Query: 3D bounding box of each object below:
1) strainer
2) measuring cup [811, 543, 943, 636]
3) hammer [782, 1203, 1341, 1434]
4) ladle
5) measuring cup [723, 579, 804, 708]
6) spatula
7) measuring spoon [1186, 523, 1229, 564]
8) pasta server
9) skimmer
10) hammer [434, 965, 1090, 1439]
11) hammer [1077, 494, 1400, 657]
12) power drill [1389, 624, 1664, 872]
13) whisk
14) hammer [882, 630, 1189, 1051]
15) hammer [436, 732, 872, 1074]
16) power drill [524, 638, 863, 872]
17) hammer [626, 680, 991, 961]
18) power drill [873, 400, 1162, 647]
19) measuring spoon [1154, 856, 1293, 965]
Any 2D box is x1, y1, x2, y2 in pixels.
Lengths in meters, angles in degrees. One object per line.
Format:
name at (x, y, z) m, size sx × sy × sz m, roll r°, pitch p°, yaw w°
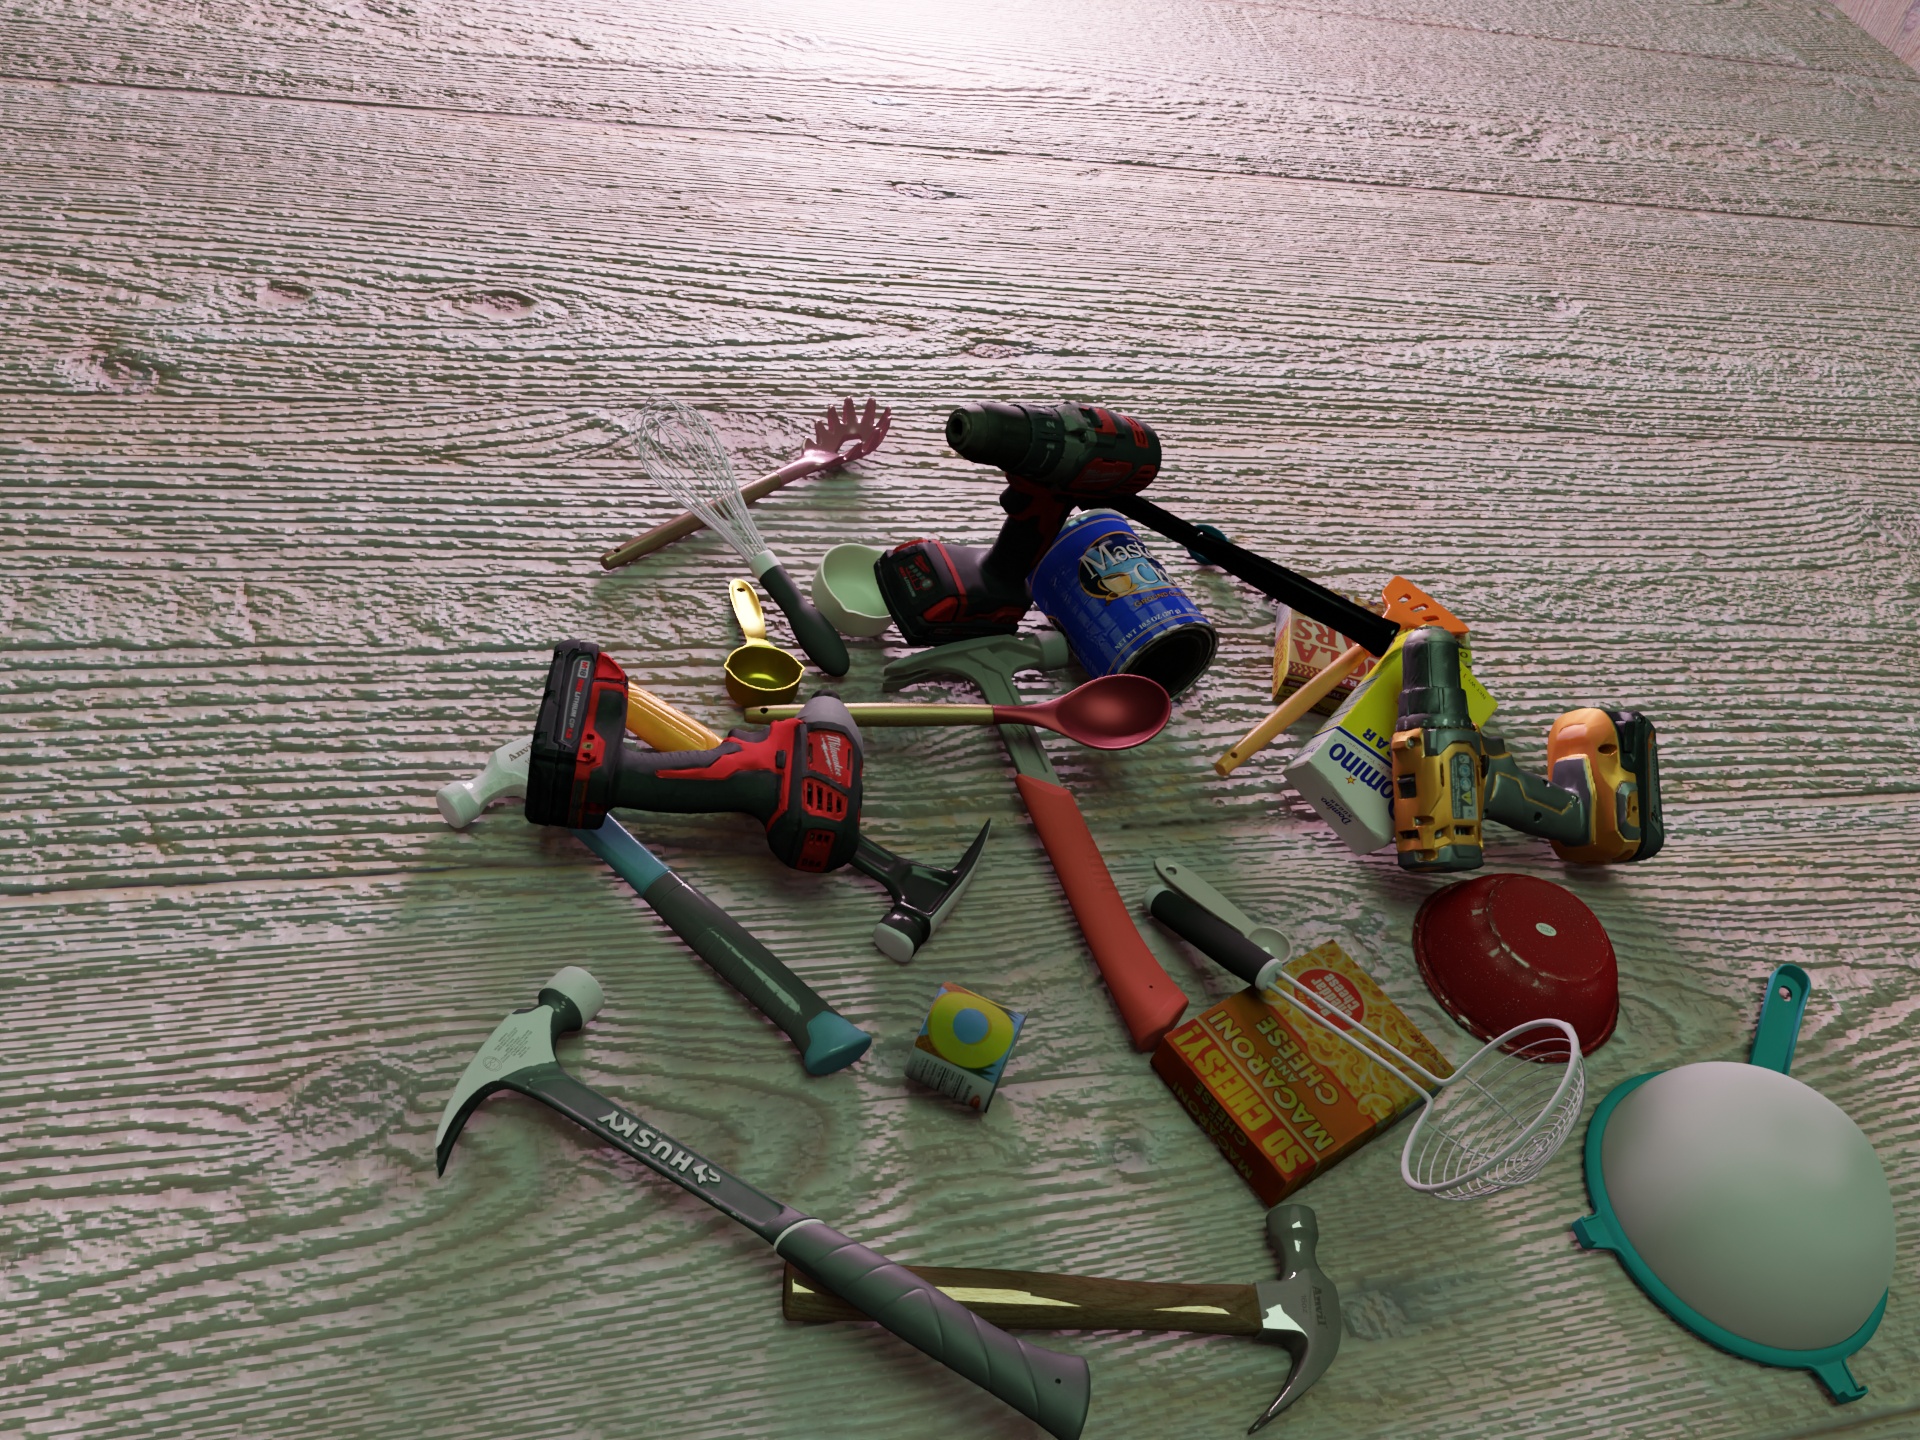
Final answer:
strainer at (0.563, 0.268, 1.087) m, size 0.211 × 0.095 × 0.340 m, roll 30°, pitch 48°, yaw 13°
measuring cup at (-0.046, -0.077, 1.286) m, size 0.167 × 0.038 × 0.083 m, roll 34°, pitch 45°, yaw -7°
hammer at (0.062, 0.340, 0.923) m, size 0.331 × 0.031 × 0.130 m, roll 6°, pitch 46°, yaw -10°
ladle at (-0.002, -0.004, 1.179) m, size 0.315 × 0.031 × 0.069 m, roll 0°, pitch 52°, yaw -3°
measuring cup at (-0.163, -0.059, 1.242) m, size 0.062 × 0.029 × 0.157 m, roll 1°, pitch 36°, yaw -19°
spatula at (0.308, -0.037, 1.298) m, size 0.322 × 0.041 × 0.081 m, roll -35°, pitch 66°, yaw -31°
measuring spoon at (0.255, -0.130, 1.431) m, size 0.128 × 0.021 × 0.042 m, roll 35°, pitch 53°, yaw 5°
pasta server at (-0.178, -0.202, 1.356) m, size 0.060 × 0.040 × 0.316 m, roll 31°, pitch 47°, yaw 30°
skimmer at (0.226, 0.172, 0.994) m, size 0.127 × 0.090 × 0.364 m, roll -46°, pitch 40°, yaw -10°
hammer at (-0.110, 0.281, 0.890) m, size 0.409 × 0.036 × 0.149 m, roll 26°, pitch 42°, yaw 17°
hammer at (0.213, -0.143, 1.321) m, size 0.335 × 0.146 × 0.035 m, roll 32°, pitch 91°, yaw 25°
power drill at (0.427, 0.026, 1.223) m, size 0.226 × 0.084 × 0.185 m, roll 3°, pitch 80°, yaw -24°
whisk at (-0.173, -0.147, 1.264) m, size 0.070 × 0.070 × 0.285 m, roll -28°, pitch 74°, yaw -35°
hammer at (0.064, 0.079, 1.158) m, size 0.149 × 0.036 × 0.359 m, roll -12°, pitch 54°, yaw -15°
hammer at (-0.192, 0.119, 1.056) m, size 0.331 × 0.033 × 0.128 m, roll 38°, pitch 50°, yaw 19°
power drill at (-0.173, 0.021, 1.077) m, size 0.219 × 0.078 × 0.143 m, roll 10°, pitch 47°, yaw -11°
hammer at (-0.143, 0.041, 1.141) m, size 0.337 × 0.034 × 0.127 m, roll 30°, pitch 48°, yaw 13°
power drill at (0.024, -0.153, 1.198) m, size 0.187 × 0.226 × 0.080 m, roll 0°, pitch 54°, yaw -41°
measuring spoon at (0.188, 0.141, 1.159) m, size 0.034 × 0.018 × 0.124 m, roll -29°, pitch 54°, yaw -35°
